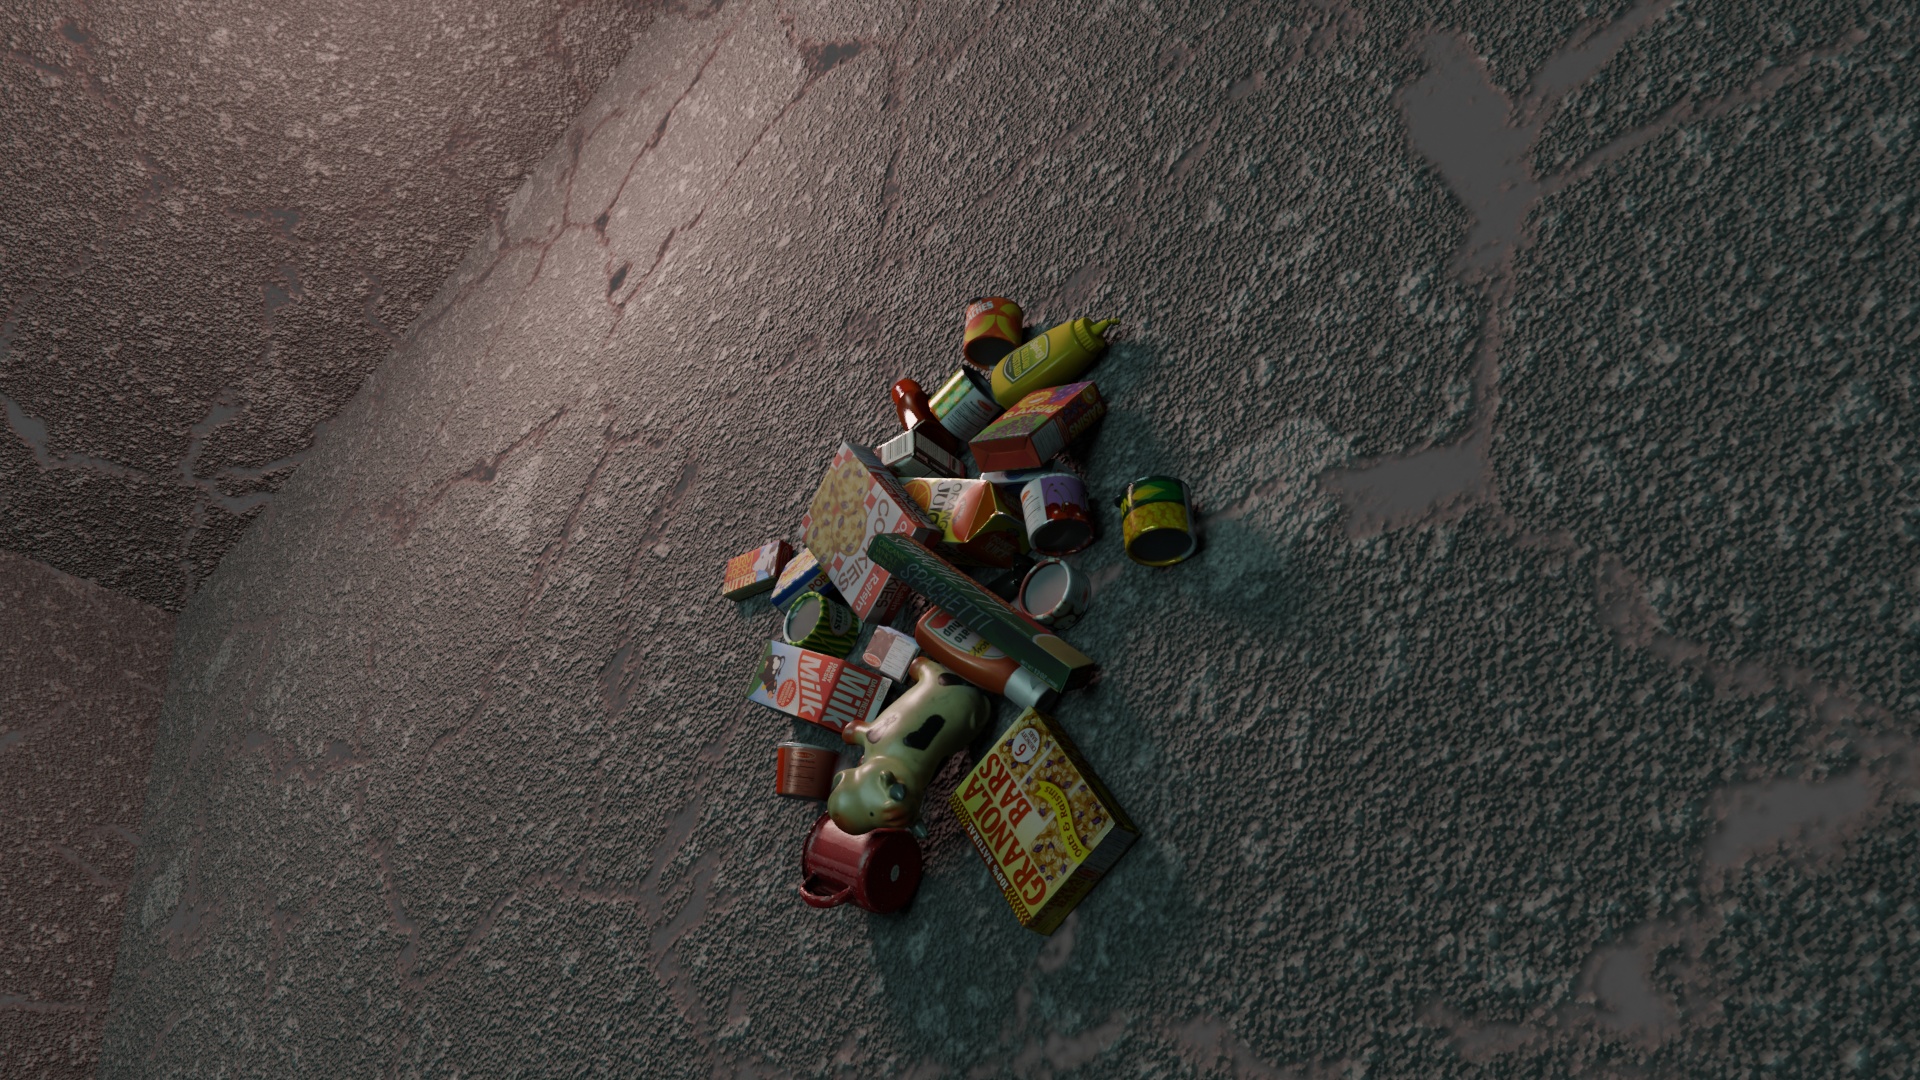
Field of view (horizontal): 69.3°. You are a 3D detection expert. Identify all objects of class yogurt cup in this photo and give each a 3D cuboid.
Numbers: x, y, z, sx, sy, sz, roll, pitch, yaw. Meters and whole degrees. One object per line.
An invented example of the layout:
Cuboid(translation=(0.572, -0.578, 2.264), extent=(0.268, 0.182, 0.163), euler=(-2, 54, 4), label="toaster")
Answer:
Cuboid(translation=(-0.163, 0.245, 1.463), extent=(0.072, 0.072, 0.054), euler=(-9, 67, 44), label="yogurt cup")

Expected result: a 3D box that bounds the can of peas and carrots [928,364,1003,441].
Cuboid(translation=(0.006, -0.155, 1.557), extent=(0.058, 0.071, 0.071), euler=(-45, 40, 17), label="can of peas and carrots")

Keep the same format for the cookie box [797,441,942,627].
Cuboid(translation=(-0.098, -0.008, 1.472), extent=(0.168, 0.040, 0.122), euler=(49, 118, 41), label="cookie box")

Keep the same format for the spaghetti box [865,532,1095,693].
Cuboid(translation=(0.015, 0.064, 1.320), extent=(0.250, 0.050, 0.028), euler=(34, 108, 26), label="spaghetti box")

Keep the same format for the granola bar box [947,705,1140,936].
Cuboid(translation=(0.070, 0.245, 1.230), extent=(0.124, 0.039, 0.166), euler=(-50, 39, 10), label="granola bar box")

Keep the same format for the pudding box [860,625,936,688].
Cuboid(translation=(-0.065, 0.122, 1.468), extent=(0.084, 0.030, 0.050), euler=(19, 81, 51), label="pudding box")

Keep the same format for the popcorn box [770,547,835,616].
Cuboid(translation=(-0.157, 0.027, 1.604), extent=(0.126, 0.038, 0.085), euler=(-37, 17, 24), label="popcorn box")

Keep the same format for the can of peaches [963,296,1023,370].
Cuboid(translation=(0.036, -0.235, 1.576), extent=(0.071, 0.071, 0.058), euler=(-22, 51, 37), label="can of peaches")

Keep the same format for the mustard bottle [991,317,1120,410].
Cuboid(translation=(0.105, -0.199, 1.494), extent=(0.159, 0.048, 0.065), euler=(-32, 43, 29), label="mustard bottle")

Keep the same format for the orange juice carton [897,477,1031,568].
Cuboid(translation=(0.005, -0.018, 1.457), extent=(0.192, 0.071, 0.073), euler=(5, 69, 49), label="orange juice carton")

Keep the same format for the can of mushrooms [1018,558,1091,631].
Cuboid(translation=(0.089, 0.053, 1.347), extent=(0.071, 0.033, 0.071), euler=(-26, 48, 33), label="can of mushrooms")

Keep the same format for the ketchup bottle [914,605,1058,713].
Cuboid(translation=(0.027, 0.114, 1.329), extent=(0.065, 0.043, 0.149), euler=(-33, 53, -33), label="ketchup bottle")

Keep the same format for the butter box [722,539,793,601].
Cuboid(translation=(-0.254, 0.039, 1.736), extent=(0.103, 0.024, 0.053), euler=(-20, 52, 38), label="butter box")

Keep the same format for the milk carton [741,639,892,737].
Cuboid(translation=(-0.145, 0.164, 1.490), extent=(0.190, 0.073, 0.072), euler=(10, 73, 49), label="milk carton")

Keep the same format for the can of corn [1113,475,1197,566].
Cuboid(translation=(0.178, -0.017, 1.271), extent=(0.071, 0.071, 0.058), euler=(-28, 47, 32), label="can of corn")

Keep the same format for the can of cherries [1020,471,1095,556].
Cuboid(translation=(0.098, -0.025, 1.367), extent=(0.071, 0.071, 0.059), euler=(-33, 47, 28), label="can of cherries")

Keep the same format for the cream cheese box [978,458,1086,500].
Cuboid(translation=(0.073, -0.060, 1.427), extent=(0.103, 0.053, 0.024), euler=(-2, 63, 47), label="cream cheese box")

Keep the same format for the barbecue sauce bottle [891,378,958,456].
Cuboid(translation=(-0.047, -0.144, 1.612), extent=(0.043, 0.065, 0.149), euler=(-46, 31, 11), label="barbecue sauce bottle")

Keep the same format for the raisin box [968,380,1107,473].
Cuboid(translation=(0.080, -0.116, 1.423), extent=(0.086, 0.040, 0.124), euler=(-5, 28, 45), label="raisin box")

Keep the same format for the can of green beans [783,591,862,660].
Cuboid(translation=(-0.156, 0.098, 1.561), extent=(0.071, 0.058, 0.071), euler=(-27, 47, 33), label="can of green beans")
